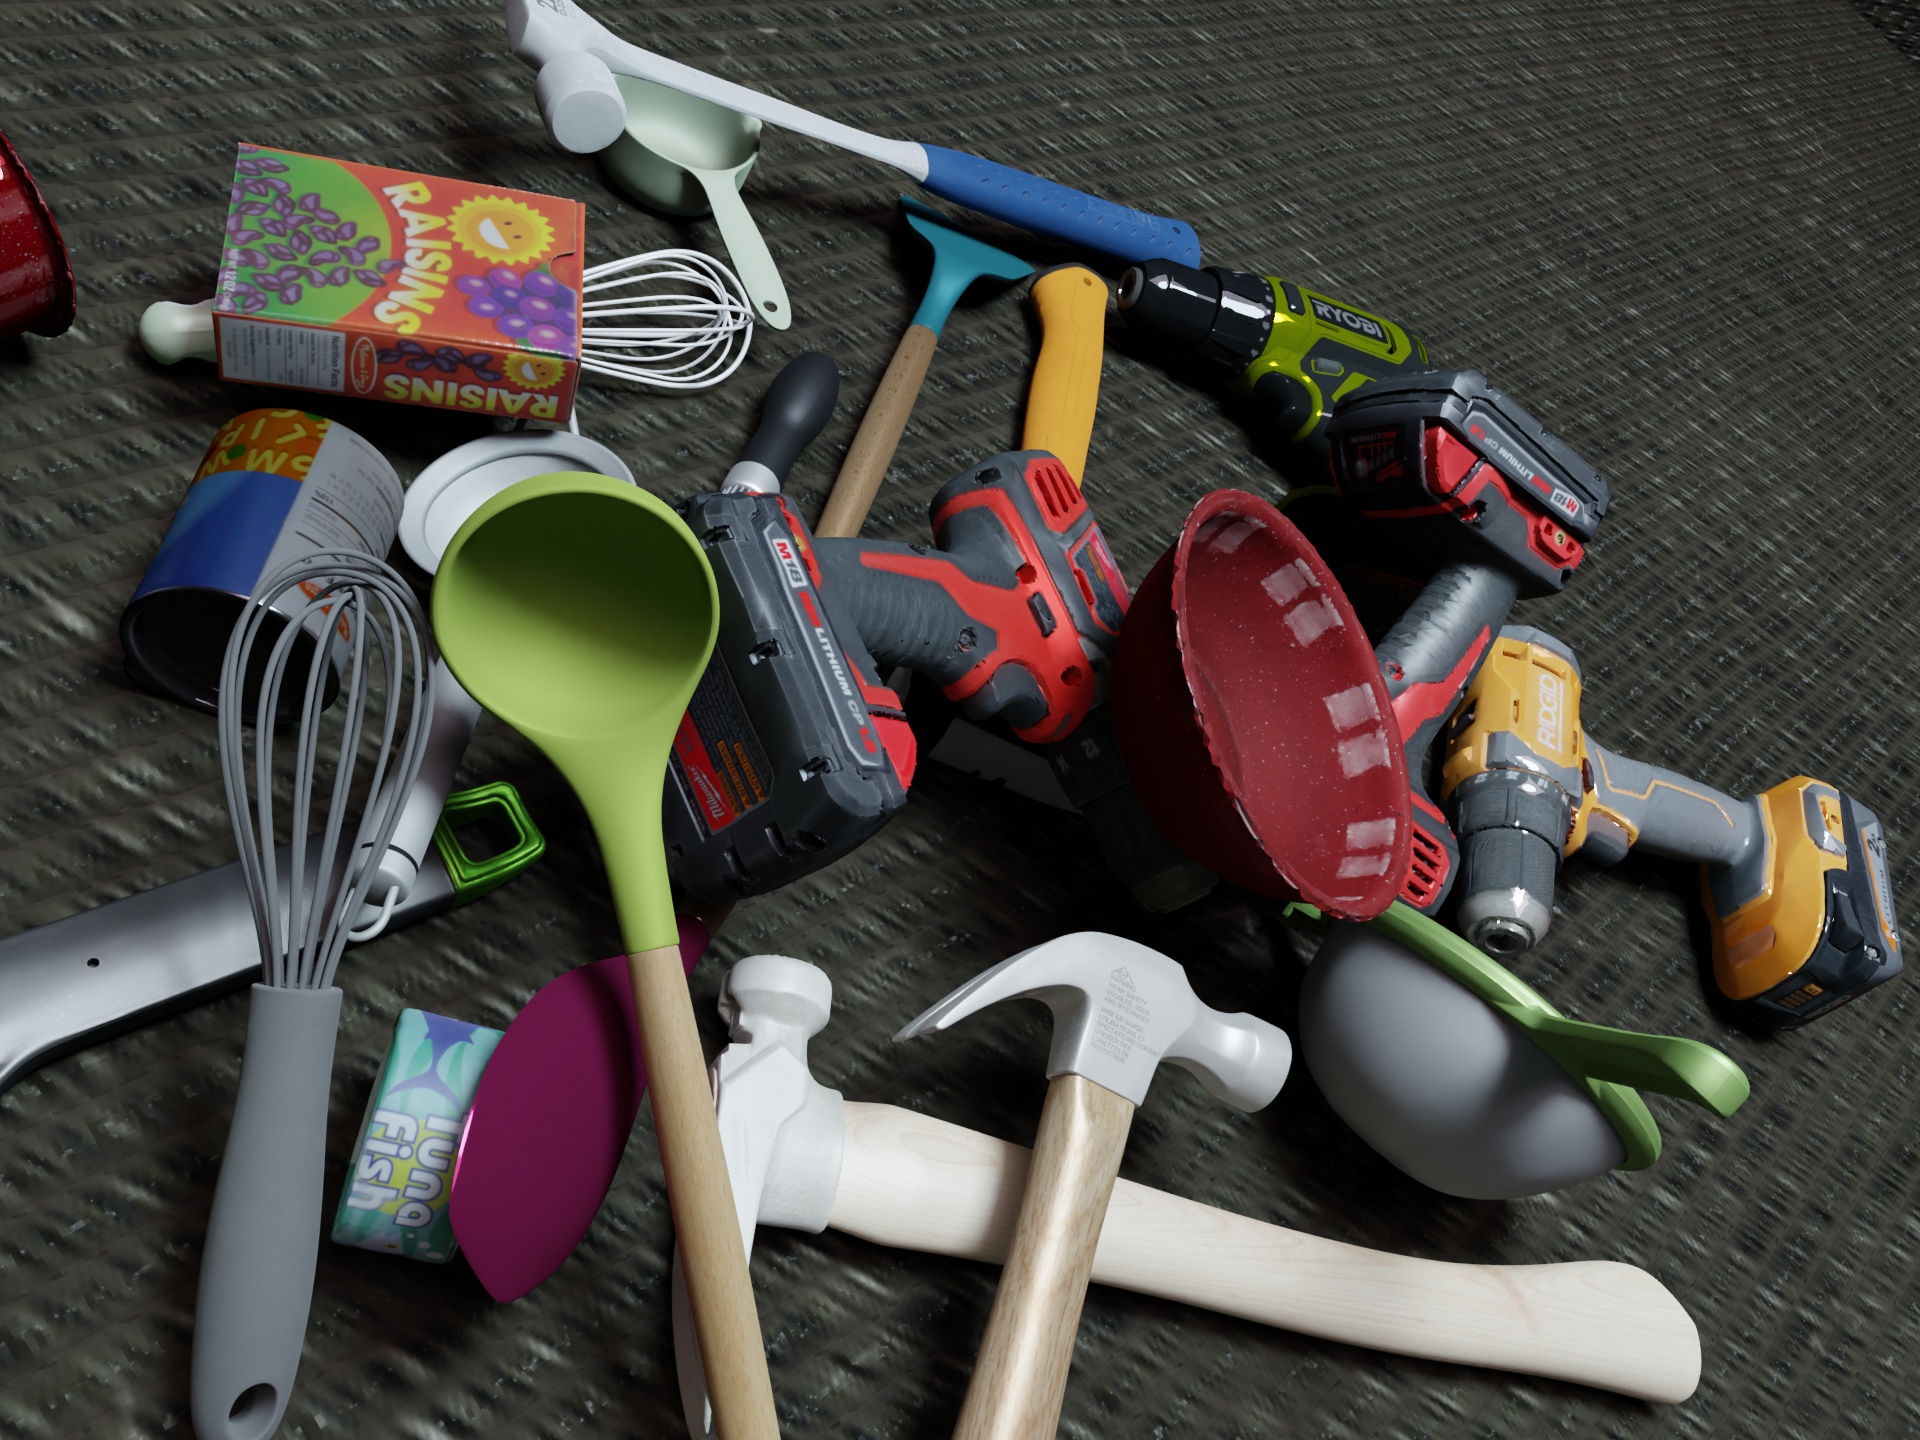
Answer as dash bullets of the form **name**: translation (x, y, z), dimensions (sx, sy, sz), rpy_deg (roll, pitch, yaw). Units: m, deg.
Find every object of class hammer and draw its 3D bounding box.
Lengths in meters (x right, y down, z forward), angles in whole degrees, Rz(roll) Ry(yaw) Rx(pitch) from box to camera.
- **hammer**: translation (-0.032, -0.286, 0.794), dimensions (0.405, 0.035, 0.144), rpy_deg (4, 49, -39)
- **hammer**: translation (0.100, 0.202, 0.560), dimensions (0.410, 0.038, 0.146), rpy_deg (19, 51, -19)
- **hammer**: translation (0.009, 0.213, 0.457), dimensions (0.130, 0.031, 0.331), rpy_deg (29, 58, -16)
- **hammer**: translation (0.048, -0.104, 0.752), dimensions (0.127, 0.034, 0.337), rpy_deg (22, 49, -15)

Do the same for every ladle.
- **ladle**: translation (-0.080, 0.089, 0.433), dimensions (0.078, 0.062, 0.320), rpy_deg (-12, 85, -5)

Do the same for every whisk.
- **whisk**: translation (-0.178, 0.072, 0.420), dimensions (0.055, 0.055, 0.239), rpy_deg (8, 84, -27)
- **whisk**: translation (-0.195, -0.159, 0.641), dimensions (0.246, 0.058, 0.059), rpy_deg (-11, 104, -32)
- **whisk**: translation (-0.095, -0.071, 0.632), dimensions (0.070, 0.070, 0.285), rpy_deg (29, 42, -10)

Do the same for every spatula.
- **spatula**: translation (-0.028, -0.158, 0.755), dimensions (0.082, 0.044, 0.318), rpy_deg (27, 53, -10)

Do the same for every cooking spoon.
- **cooking spoon**: translation (-0.080, 0.054, 0.532), dimensions (0.319, 0.017, 0.068), rpy_deg (-63, 142, -54)

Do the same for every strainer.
- **strainer**: translation (-0.165, -0.025, 0.540), dimensions (0.087, 0.050, 0.259), rpy_deg (3, 43, 1)
- **strainer**: translation (0.184, 0.131, 0.554), dimensions (0.151, 0.256, 0.069), rpy_deg (43, 83, 3)

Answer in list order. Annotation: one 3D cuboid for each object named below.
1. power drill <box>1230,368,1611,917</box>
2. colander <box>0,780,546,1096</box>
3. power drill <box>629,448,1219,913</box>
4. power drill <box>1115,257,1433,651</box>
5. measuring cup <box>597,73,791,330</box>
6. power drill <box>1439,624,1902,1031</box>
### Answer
- **power drill**: translation (0.180, -0.032, 0.686), dimensions (0.143, 0.078, 0.220), rpy_deg (30, 80, -25)
- **colander**: translation (-0.274, 0.070, 0.388), dimensions (0.397, 0.094, 0.205), rpy_deg (-21, 70, -39)
- **power drill**: translation (-0.001, -0.002, 0.557), dimensions (0.226, 0.080, 0.188), rpy_deg (-15, 78, -51)
- **power drill**: translation (0.181, -0.147, 0.837), dimensions (0.190, 0.080, 0.229), rpy_deg (12, 49, -25)
- **measuring cup**: translation (-0.120, -0.238, 0.748), dimensions (0.083, 0.038, 0.168), rpy_deg (-10, 66, -36)
- **power drill**: translation (0.334, 0.069, 0.771), dimensions (0.226, 0.084, 0.185), rpy_deg (27, 48, -6)
